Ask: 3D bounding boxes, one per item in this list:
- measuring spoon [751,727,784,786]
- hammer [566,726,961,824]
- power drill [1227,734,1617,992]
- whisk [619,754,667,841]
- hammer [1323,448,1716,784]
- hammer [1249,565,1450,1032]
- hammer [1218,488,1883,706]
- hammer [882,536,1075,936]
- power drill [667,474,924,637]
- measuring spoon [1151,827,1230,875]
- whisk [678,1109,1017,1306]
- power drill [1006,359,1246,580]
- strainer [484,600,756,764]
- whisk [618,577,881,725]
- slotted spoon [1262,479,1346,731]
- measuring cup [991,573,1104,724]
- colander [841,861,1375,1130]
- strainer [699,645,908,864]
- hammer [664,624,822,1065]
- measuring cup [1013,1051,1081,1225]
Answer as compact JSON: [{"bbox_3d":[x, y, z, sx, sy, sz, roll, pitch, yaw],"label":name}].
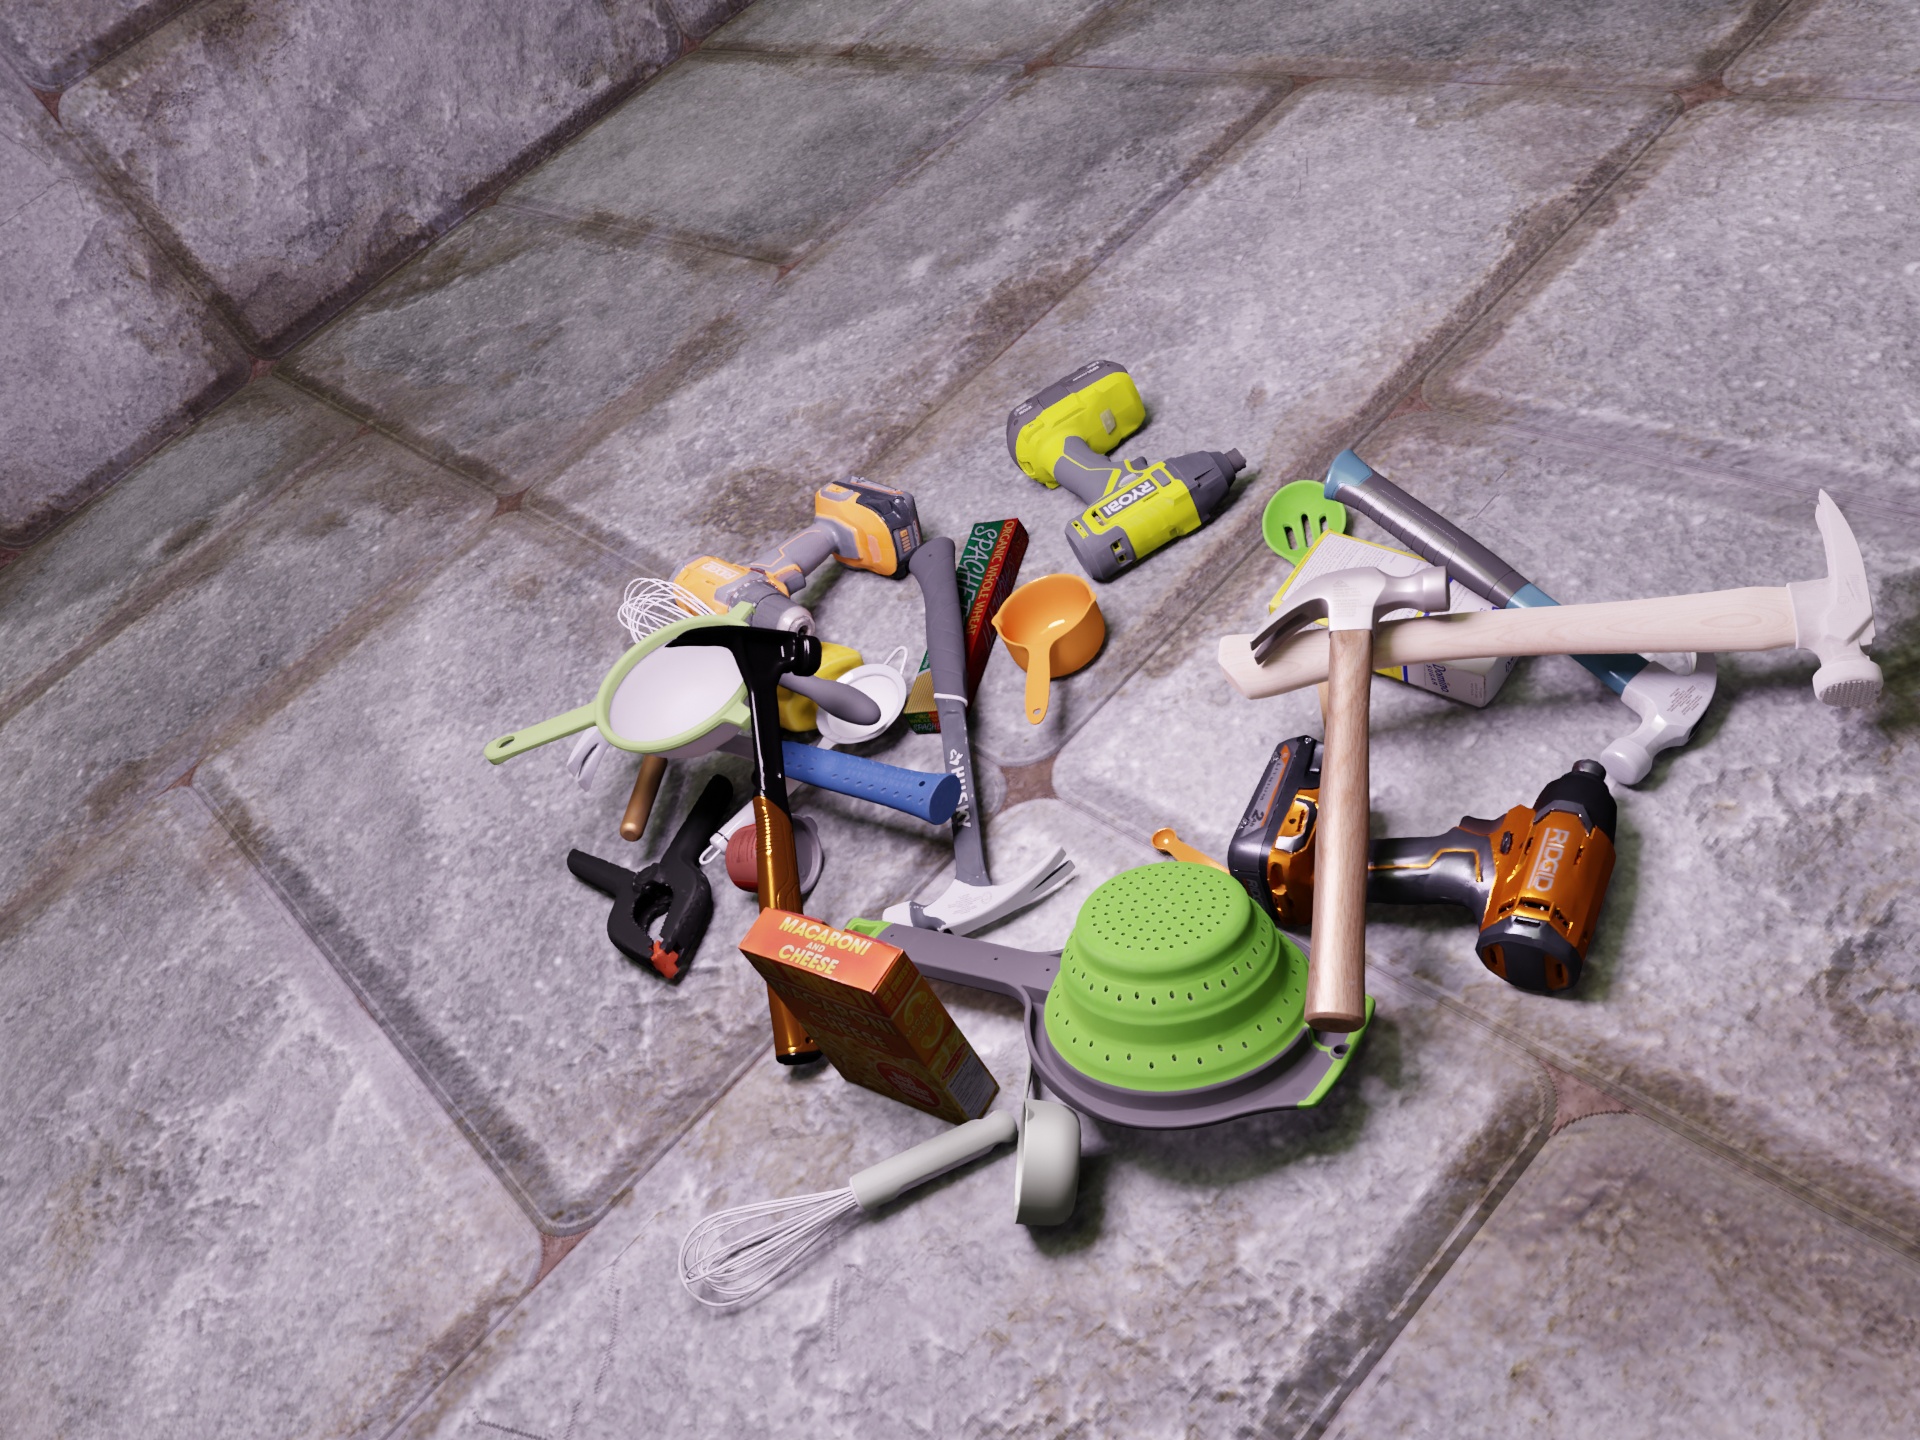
[{"bbox_3d":[-0.167,0.026,1.439,0.034,0.018,0.124,-14,35,8],"label":"measuring spoon"},{"bbox_3d":[-0.170,0.031,1.331,0.406,0.035,0.144,12,54,38],"label":"hammer"},{"bbox_3d":[0.309,0.078,1.044,0.227,0.084,0.164,10,54,33],"label":"power drill"},{"bbox_3d":[-0.274,0.025,1.465,0.047,0.051,0.245,-37,27,30],"label":"whisk"},{"bbox_3d":[0.387,-0.095,1.137,0.128,0.033,0.331,-37,58,-14],"label":"hammer"},{"bbox_3d":[0.244,0.040,1.019,0.130,0.031,0.332,-3,57,22],"label":"hammer"},{"bbox_3d":[0.382,-0.067,1.078,0.410,0.038,0.146,-4,61,20],"label":"hammer"},{"bbox_3d":[-0.002,-0.004,1.310,0.149,0.036,0.409,-19,48,14],"label":"hammer"},{"bbox_3d":[-0.138,-0.143,1.501,0.226,0.084,0.185,-32,37,-28],"label":"power drill"},{"bbox_3d":[0.179,0.111,1.142,0.021,0.011,0.117,-41,44,-12],"label":"measuring spoon"},{"bbox_3d":[-0.074,0.318,1.054,0.246,0.057,0.059,-25,74,1],"label":"whisk"},{"bbox_3d":[0.149,-0.239,1.476,0.171,0.080,0.223,-31,43,0],"label":"power drill"},{"bbox_3d":[-0.272,0.003,1.334,0.256,0.069,0.152,-19,43,10],"label":"strainer"},{"bbox_3d":[-0.187,-0.057,1.392,0.285,0.070,0.070,24,61,24],"label":"whisk"},{"bbox_3d":[0.284,-0.080,1.263,0.070,0.031,0.314,-13,44,18],"label":"slotted spoon"},{"bbox_3d":[0.076,-0.047,1.336,0.095,0.052,0.174,-12,45,20],"label":"measuring cup"},{"bbox_3d":[0.068,0.148,1.056,0.397,0.094,0.204,7,34,35],"label":"colander"},{"bbox_3d":[-0.129,0.035,1.367,0.258,0.050,0.087,-44,46,-20],"label":"strainer"},{"bbox_3d":[-0.146,0.089,1.199,0.034,0.127,0.337,-26,66,48],"label":"hammer"},{"bbox_3d":[0.058,0.256,1.031,0.038,0.083,0.168,7,27,2],"label":"measuring cup"}]
